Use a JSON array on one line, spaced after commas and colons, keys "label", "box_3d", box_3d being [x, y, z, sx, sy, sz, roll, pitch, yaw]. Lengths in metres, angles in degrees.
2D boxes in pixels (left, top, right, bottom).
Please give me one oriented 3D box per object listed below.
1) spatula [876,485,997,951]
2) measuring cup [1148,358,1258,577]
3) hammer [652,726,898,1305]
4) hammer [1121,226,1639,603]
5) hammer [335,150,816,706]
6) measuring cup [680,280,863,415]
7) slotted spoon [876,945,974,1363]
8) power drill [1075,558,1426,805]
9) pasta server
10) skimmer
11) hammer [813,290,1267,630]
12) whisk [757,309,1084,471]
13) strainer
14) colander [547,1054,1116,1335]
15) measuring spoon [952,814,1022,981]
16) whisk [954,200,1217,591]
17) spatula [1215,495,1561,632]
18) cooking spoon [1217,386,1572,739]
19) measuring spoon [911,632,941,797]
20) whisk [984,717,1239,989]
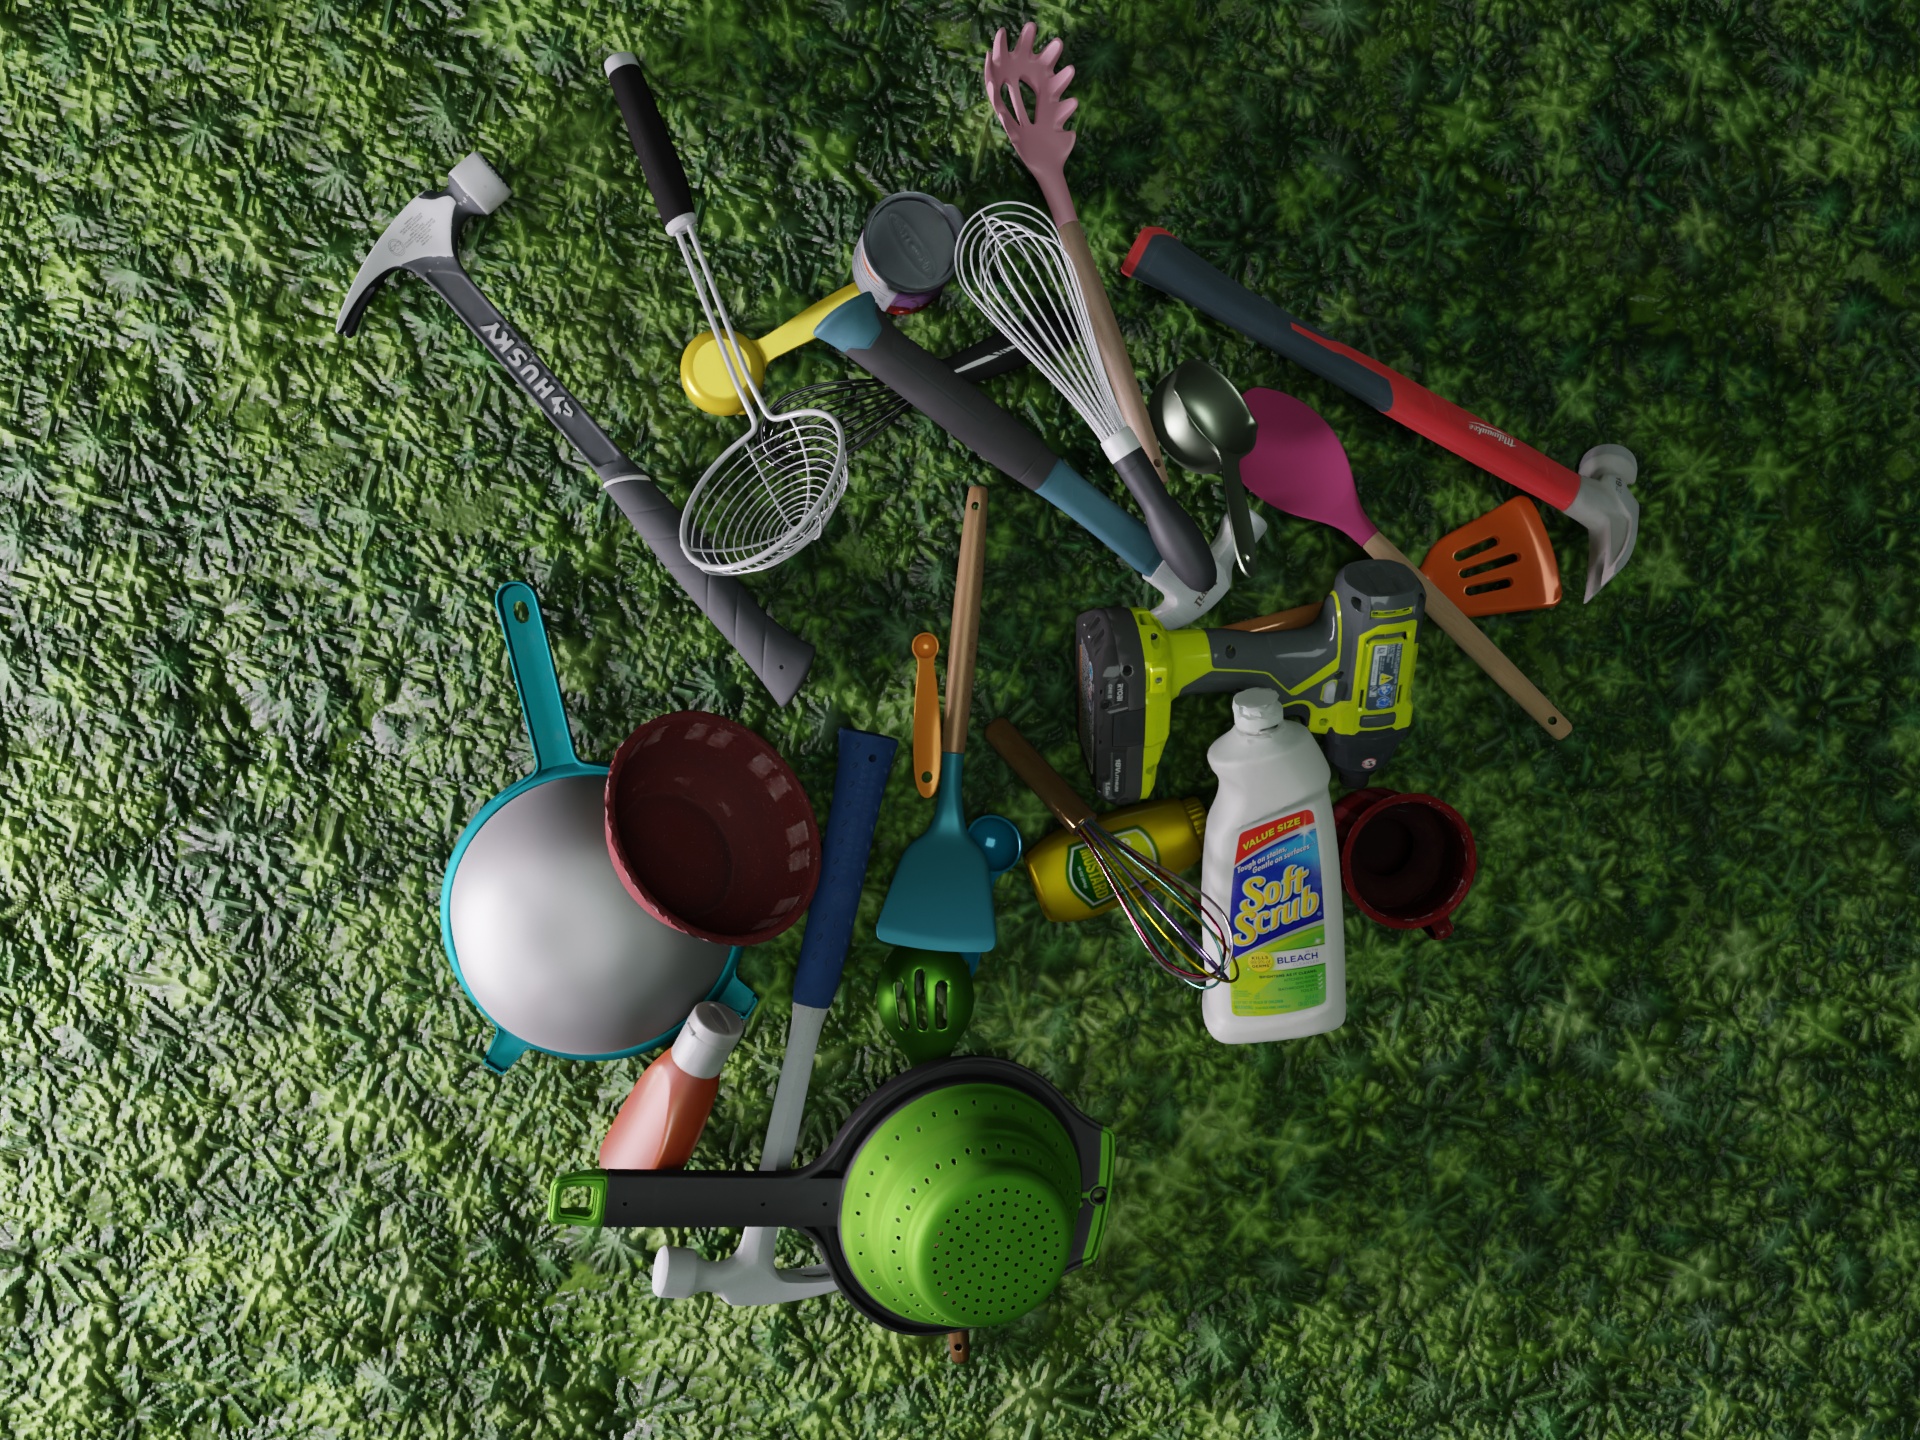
[{"label": "spatula", "box_3d": [-0.002, -0.003, 1.089, 0.082, 0.044, 0.317, 5, 91, 6]}, {"label": "measuring cup", "box_3d": [0.166, -0.162, 1.057, 0.083, 0.038, 0.168, 13, 59, -37]}, {"label": "hammer", "box_3d": [-0.100, 0.207, 1.100, 0.144, 0.035, 0.405, 12, 92, -19]}, {"label": "hammer", "box_3d": [0.279, -0.216, 1.068, 0.386, 0.038, 0.143, 28, 48, -2]}, {"label": "hammer", "box_3d": [-0.242, -0.172, 1.068, 0.149, 0.036, 0.409, -40, 97, 1]}, {"label": "measuring cup", "box_3d": [-0.117, -0.259, 1.070, 0.156, 0.029, 0.062, -30, 97, -1]}, {"label": "slotted spoon", "box_3d": [-0.014, 0.309, 1.132, 0.070, 0.031, 0.313, -5, 97, 9]}, {"label": "power drill", "box_3d": [0.195, -0.015, 1.076, 0.223, 0.080, 0.171, -6, 126, -4]}, {"label": "pasta server", "box_3d": [0.083, -0.306, 1.054, 0.060, 0.040, 0.316, -18, 86, -17]}, {"label": "skimmer", "box_3d": [-0.170, -0.266, 1.008, 0.127, 0.090, 0.363, -23, 85, 22]}, {"label": "hammer", "box_3d": [0.047, -0.174, 1.061, 0.330, 0.033, 0.128, 35, 92, -17]}, {"label": "whisk", "box_3d": [-0.026, -0.228, 1.075, 0.239, 0.055, 0.055, -23, 97, -7]}, {"label": "strainer", "box_3d": [-0.264, 0.075, 1.058, 0.211, 0.095, 0.340, -12, 97, -3]}, {"label": "colander", "box_3d": [-0.067, 0.332, 1.053, 0.397, 0.094, 0.204, 6, 96, -18]}, {"label": "measuring spoon", "box_3d": [0.016, 0.126, 1.125, 0.042, 0.021, 0.128, 18, 104, 19]}, {"label": "whisk", "box_3d": [0.086, -0.205, 1.025, 0.070, 0.070, 0.284, -31, 93, -1]}, {"label": "spatula", "box_3d": [0.250, -0.076, 1.108, 0.322, 0.041, 0.081, -15, 83, -1]}, {"label": "cooking spoon", "box_3d": [0.298, -0.106, 1.088, 0.069, 0.017, 0.319, -44, 82, 9]}, {"label": "measuring spoon", "box_3d": [-0.025, -0.004, 1.112, 0.021, 0.011, 0.117, -4, 99, -21]}, {"label": "whisk", "box_3d": [0.099, 0.086, 1.064, 0.047, 0.051, 0.245, -27, 61, -30]}]
